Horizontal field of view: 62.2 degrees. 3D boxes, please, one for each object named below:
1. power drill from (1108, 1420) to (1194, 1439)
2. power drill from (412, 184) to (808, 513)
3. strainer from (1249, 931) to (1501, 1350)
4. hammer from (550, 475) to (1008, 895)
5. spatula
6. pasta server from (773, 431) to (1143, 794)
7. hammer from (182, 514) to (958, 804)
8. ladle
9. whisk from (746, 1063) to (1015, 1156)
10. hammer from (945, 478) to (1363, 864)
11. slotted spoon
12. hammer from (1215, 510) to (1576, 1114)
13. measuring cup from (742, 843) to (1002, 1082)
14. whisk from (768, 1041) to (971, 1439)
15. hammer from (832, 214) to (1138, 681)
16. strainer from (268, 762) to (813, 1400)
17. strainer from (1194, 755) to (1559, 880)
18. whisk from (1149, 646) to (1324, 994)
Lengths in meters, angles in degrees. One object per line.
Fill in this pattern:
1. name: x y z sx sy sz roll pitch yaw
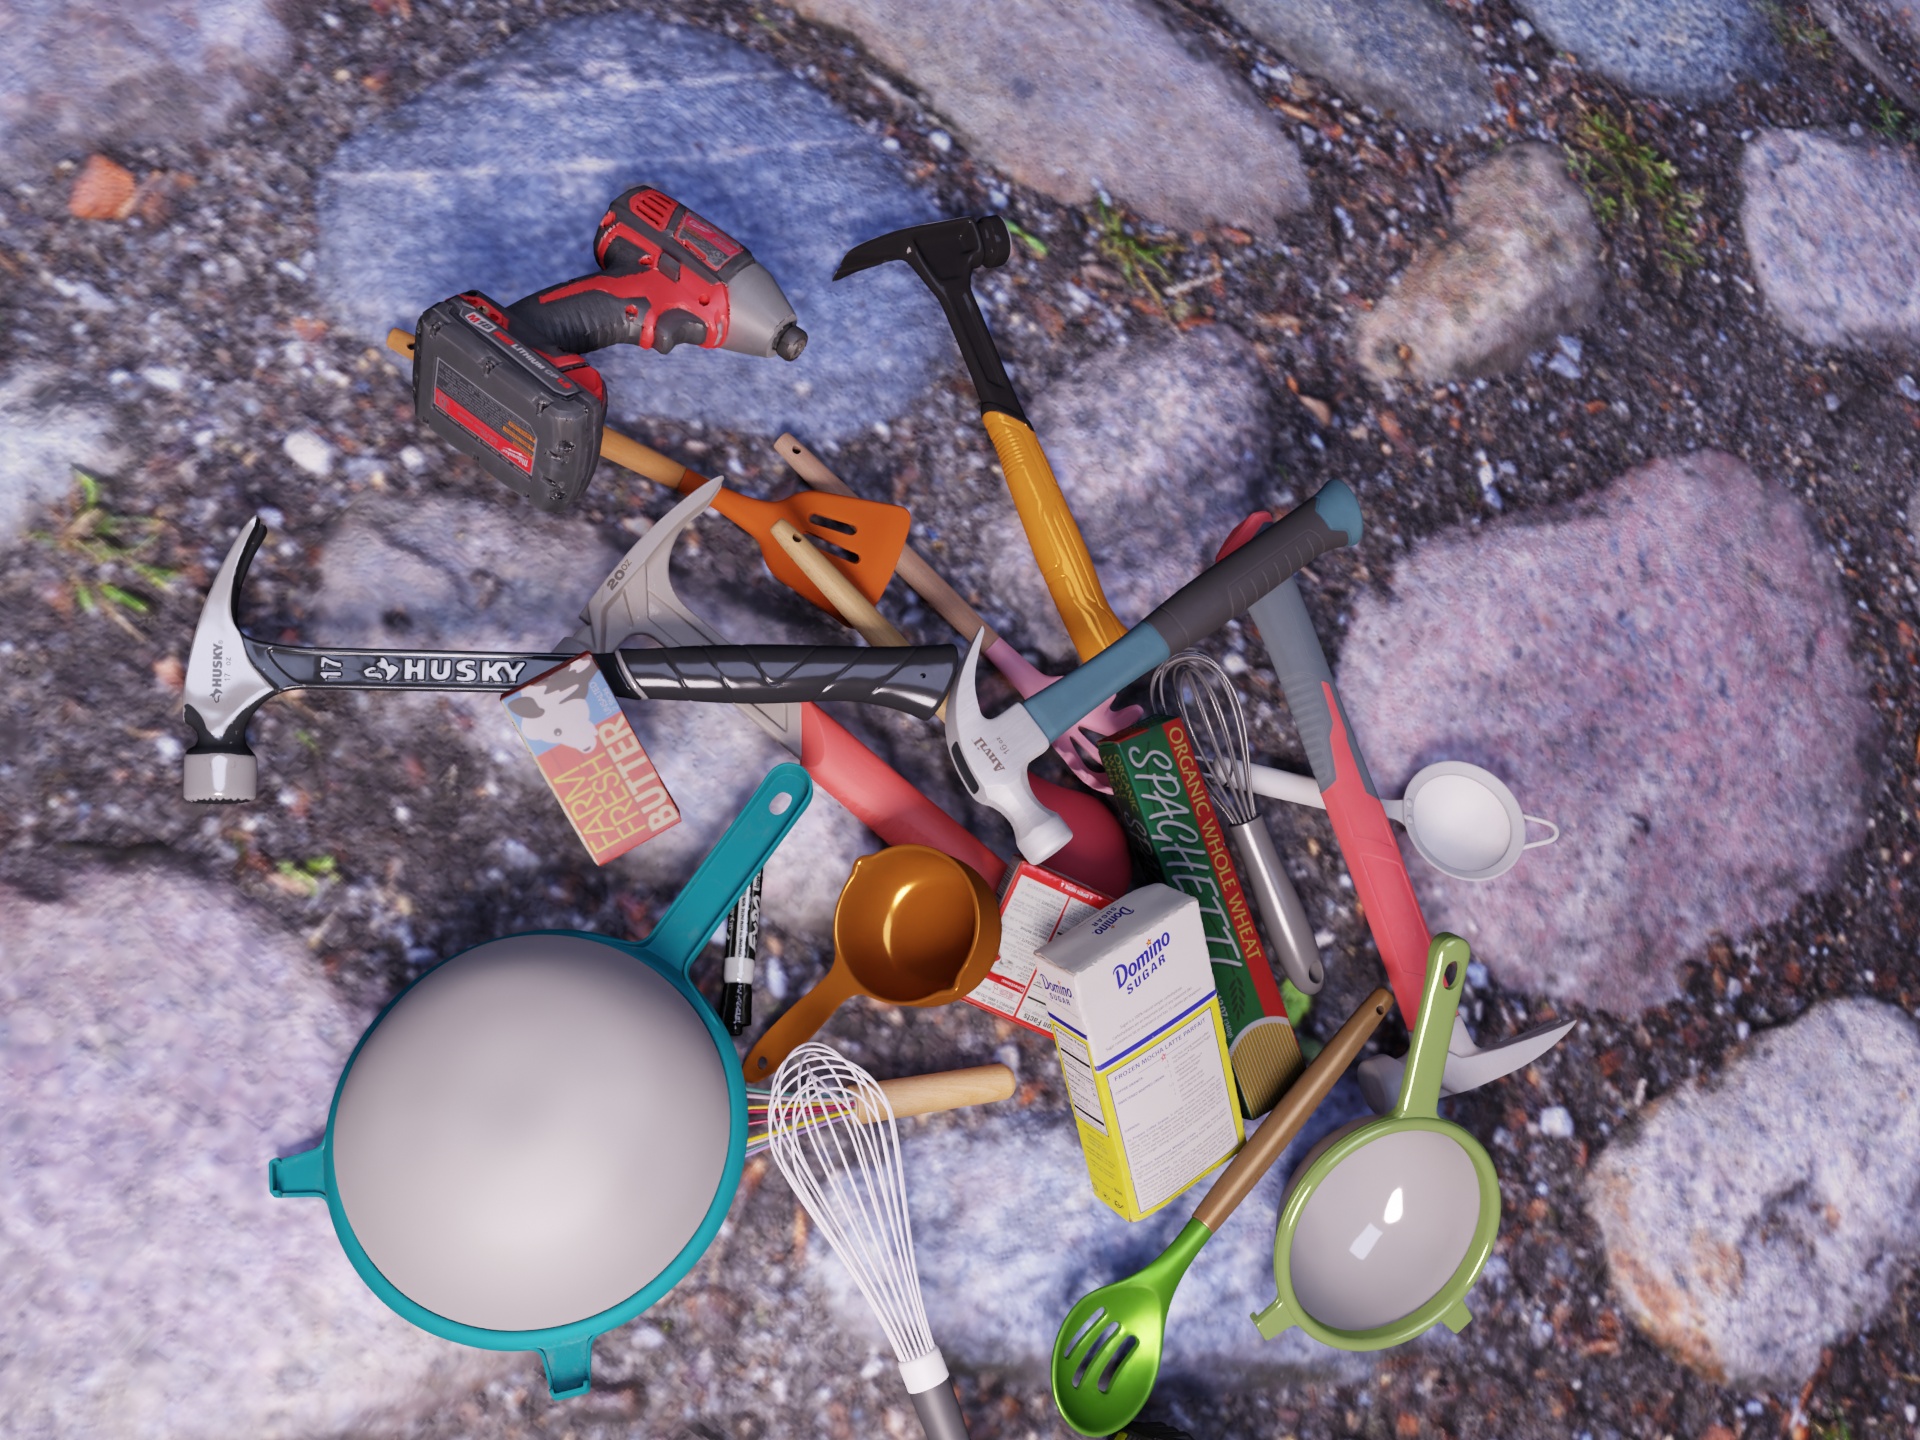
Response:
1. power drill: 0.064 0.486 0.829 0.223 0.080 0.171 -37 90 -23
2. power drill: -0.195 -0.221 0.921 0.143 0.078 0.220 36 50 6
3. strainer: 0.249 0.241 0.941 0.151 0.069 0.256 6 100 -21
4. hammer: -0.058 0.024 0.934 0.359 0.037 0.149 40 78 -7
5. spatula: -0.188 -0.156 0.948 0.322 0.041 0.081 25 88 -10
6. pasta server: 0.002 -0.069 0.996 0.316 0.040 0.060 44 70 -2
7. hammer: -0.201 -0.030 0.869 0.409 0.036 0.149 0 84 -14
8. ladle: -0.002 -0.003 0.957 0.315 0.031 0.069 47 60 -9
9. whisk: -0.082 0.213 0.878 0.245 0.047 0.051 -3 76 -26
10. hammer: 0.127 -0.054 0.959 0.331 0.033 0.128 -34 82 -24
11. slotted spoon: 0.157 0.273 0.919 0.314 0.031 0.070 -46 102 -18
12. hammer: 0.264 0.045 1.022 0.143 0.038 0.386 -17 83 -14
13. measuring cup: -0.050 0.144 0.889 0.173 0.052 0.095 -44 64 10
14. whisk: -0.030 0.300 0.815 0.070 0.070 0.285 -19 84 -25
15. hammer: 0.033 -0.173 1.042 0.127 0.034 0.337 -19 81 -26
16. strainer: -0.177 0.142 0.796 0.211 0.095 0.340 31 67 11
17. strainer: 0.270 0.055 1.060 0.258 0.050 0.087 13 63 -11
18. whisk: 0.179 0.066 1.006 0.055 0.055 0.239 -25 96 -26
